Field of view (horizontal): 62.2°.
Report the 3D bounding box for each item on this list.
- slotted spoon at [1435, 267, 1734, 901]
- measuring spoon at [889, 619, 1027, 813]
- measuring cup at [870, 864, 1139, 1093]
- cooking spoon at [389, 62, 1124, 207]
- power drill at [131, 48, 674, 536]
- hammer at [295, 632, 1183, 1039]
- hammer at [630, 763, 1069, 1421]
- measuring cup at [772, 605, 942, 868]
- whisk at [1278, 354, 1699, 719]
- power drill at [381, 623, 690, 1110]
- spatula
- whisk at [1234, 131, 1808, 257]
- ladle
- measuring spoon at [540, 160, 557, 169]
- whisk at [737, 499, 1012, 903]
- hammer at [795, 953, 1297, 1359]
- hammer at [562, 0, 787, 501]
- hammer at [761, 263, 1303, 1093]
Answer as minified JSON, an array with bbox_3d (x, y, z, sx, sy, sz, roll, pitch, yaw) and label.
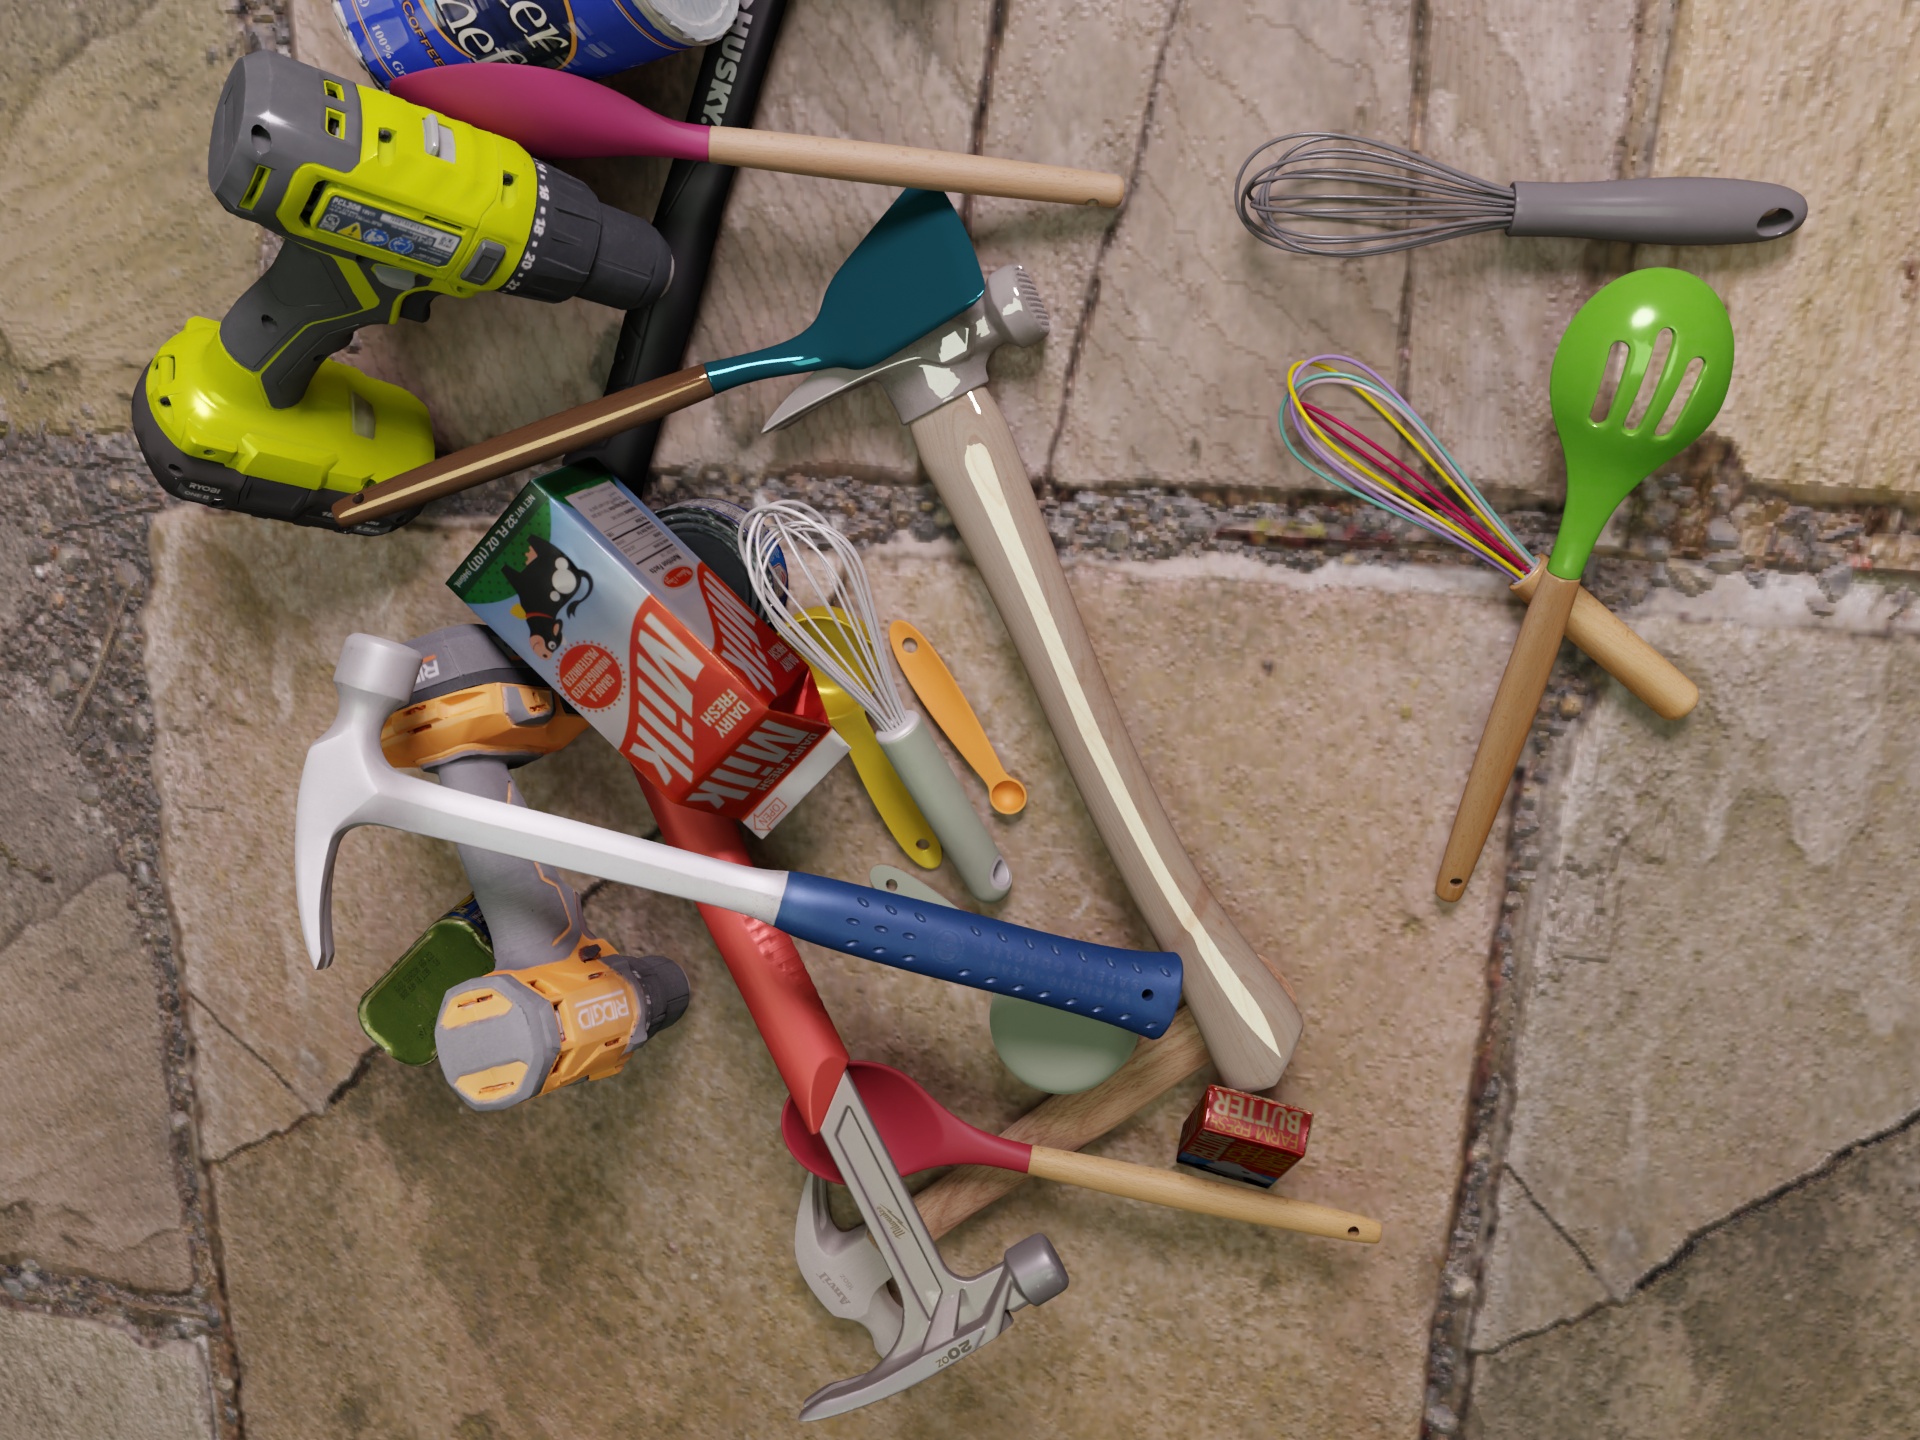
[{"bbox_3d":[0.262,-0.042,0.707,0.070,0.031,0.313,12,123,5],"label":"slotted spoon"},{"bbox_3d":[-0.001,-0.003,0.817,0.021,0.011,0.117,-32,95,18],"label":"measuring spoon"},{"bbox_3d":[0.016,0.128,0.822,0.168,0.038,0.083,35,101,11],"label":"measuring cup"},{"bbox_3d":[-0.084,-0.250,0.697,0.319,0.068,0.017,4,76,-8],"label":"cooking spoon"},{"bbox_3d":[-0.259,-0.180,0.724,0.228,0.190,0.080,-37,56,40],"label":"power drill"},{"bbox_3d":[-0.094,0.084,0.723,0.405,0.035,0.144,16,83,-10],"label":"hammer"},{"bbox_3d":[-0.092,0.164,0.815,0.149,0.036,0.359,-28,84,-2],"label":"hammer"},{"bbox_3d":[-0.047,0.009,0.825,0.062,0.029,0.156,-23,113,13],"label":"measuring cup"},{"bbox_3d":[0.241,-0.079,0.726,0.245,0.047,0.051,39,109,-5],"label":"whisk"},{"bbox_3d":[-0.211,0.073,0.816,0.084,0.185,0.226,-17,84,16],"label":"power drill"},{"bbox_3d":[-0.143,-0.156,0.731,0.317,0.044,0.082,-21,63,-1],"label":"spatula"},{"bbox_3d":[0.238,-0.223,0.683,0.239,0.055,0.055,3,107,6],"label":"whisk"},{"bbox_3d":[0.062,0.234,0.833,0.315,0.031,0.069,11,97,5],"label":"ladle"},{"bbox_3d":[-0.205,-0.267,0.776,0.034,0.018,0.124,-22,108,4],"label":"measuring spoon"},{"bbox_3d":[-0.036,-0.003,0.782,0.059,0.058,0.246,-8,123,38],"label":"whisk"},{"bbox_3d":[0.040,0.228,0.866,0.331,0.031,0.130,-39,96,19],"label":"hammer"},{"bbox_3d":[-0.119,-0.250,0.750,0.146,0.035,0.334,23,110,4],"label":"hammer"},{"bbox_3d":[0.051,-0.001,0.775,0.146,0.038,0.410,-23,96,18],"label":"hammer"}]
